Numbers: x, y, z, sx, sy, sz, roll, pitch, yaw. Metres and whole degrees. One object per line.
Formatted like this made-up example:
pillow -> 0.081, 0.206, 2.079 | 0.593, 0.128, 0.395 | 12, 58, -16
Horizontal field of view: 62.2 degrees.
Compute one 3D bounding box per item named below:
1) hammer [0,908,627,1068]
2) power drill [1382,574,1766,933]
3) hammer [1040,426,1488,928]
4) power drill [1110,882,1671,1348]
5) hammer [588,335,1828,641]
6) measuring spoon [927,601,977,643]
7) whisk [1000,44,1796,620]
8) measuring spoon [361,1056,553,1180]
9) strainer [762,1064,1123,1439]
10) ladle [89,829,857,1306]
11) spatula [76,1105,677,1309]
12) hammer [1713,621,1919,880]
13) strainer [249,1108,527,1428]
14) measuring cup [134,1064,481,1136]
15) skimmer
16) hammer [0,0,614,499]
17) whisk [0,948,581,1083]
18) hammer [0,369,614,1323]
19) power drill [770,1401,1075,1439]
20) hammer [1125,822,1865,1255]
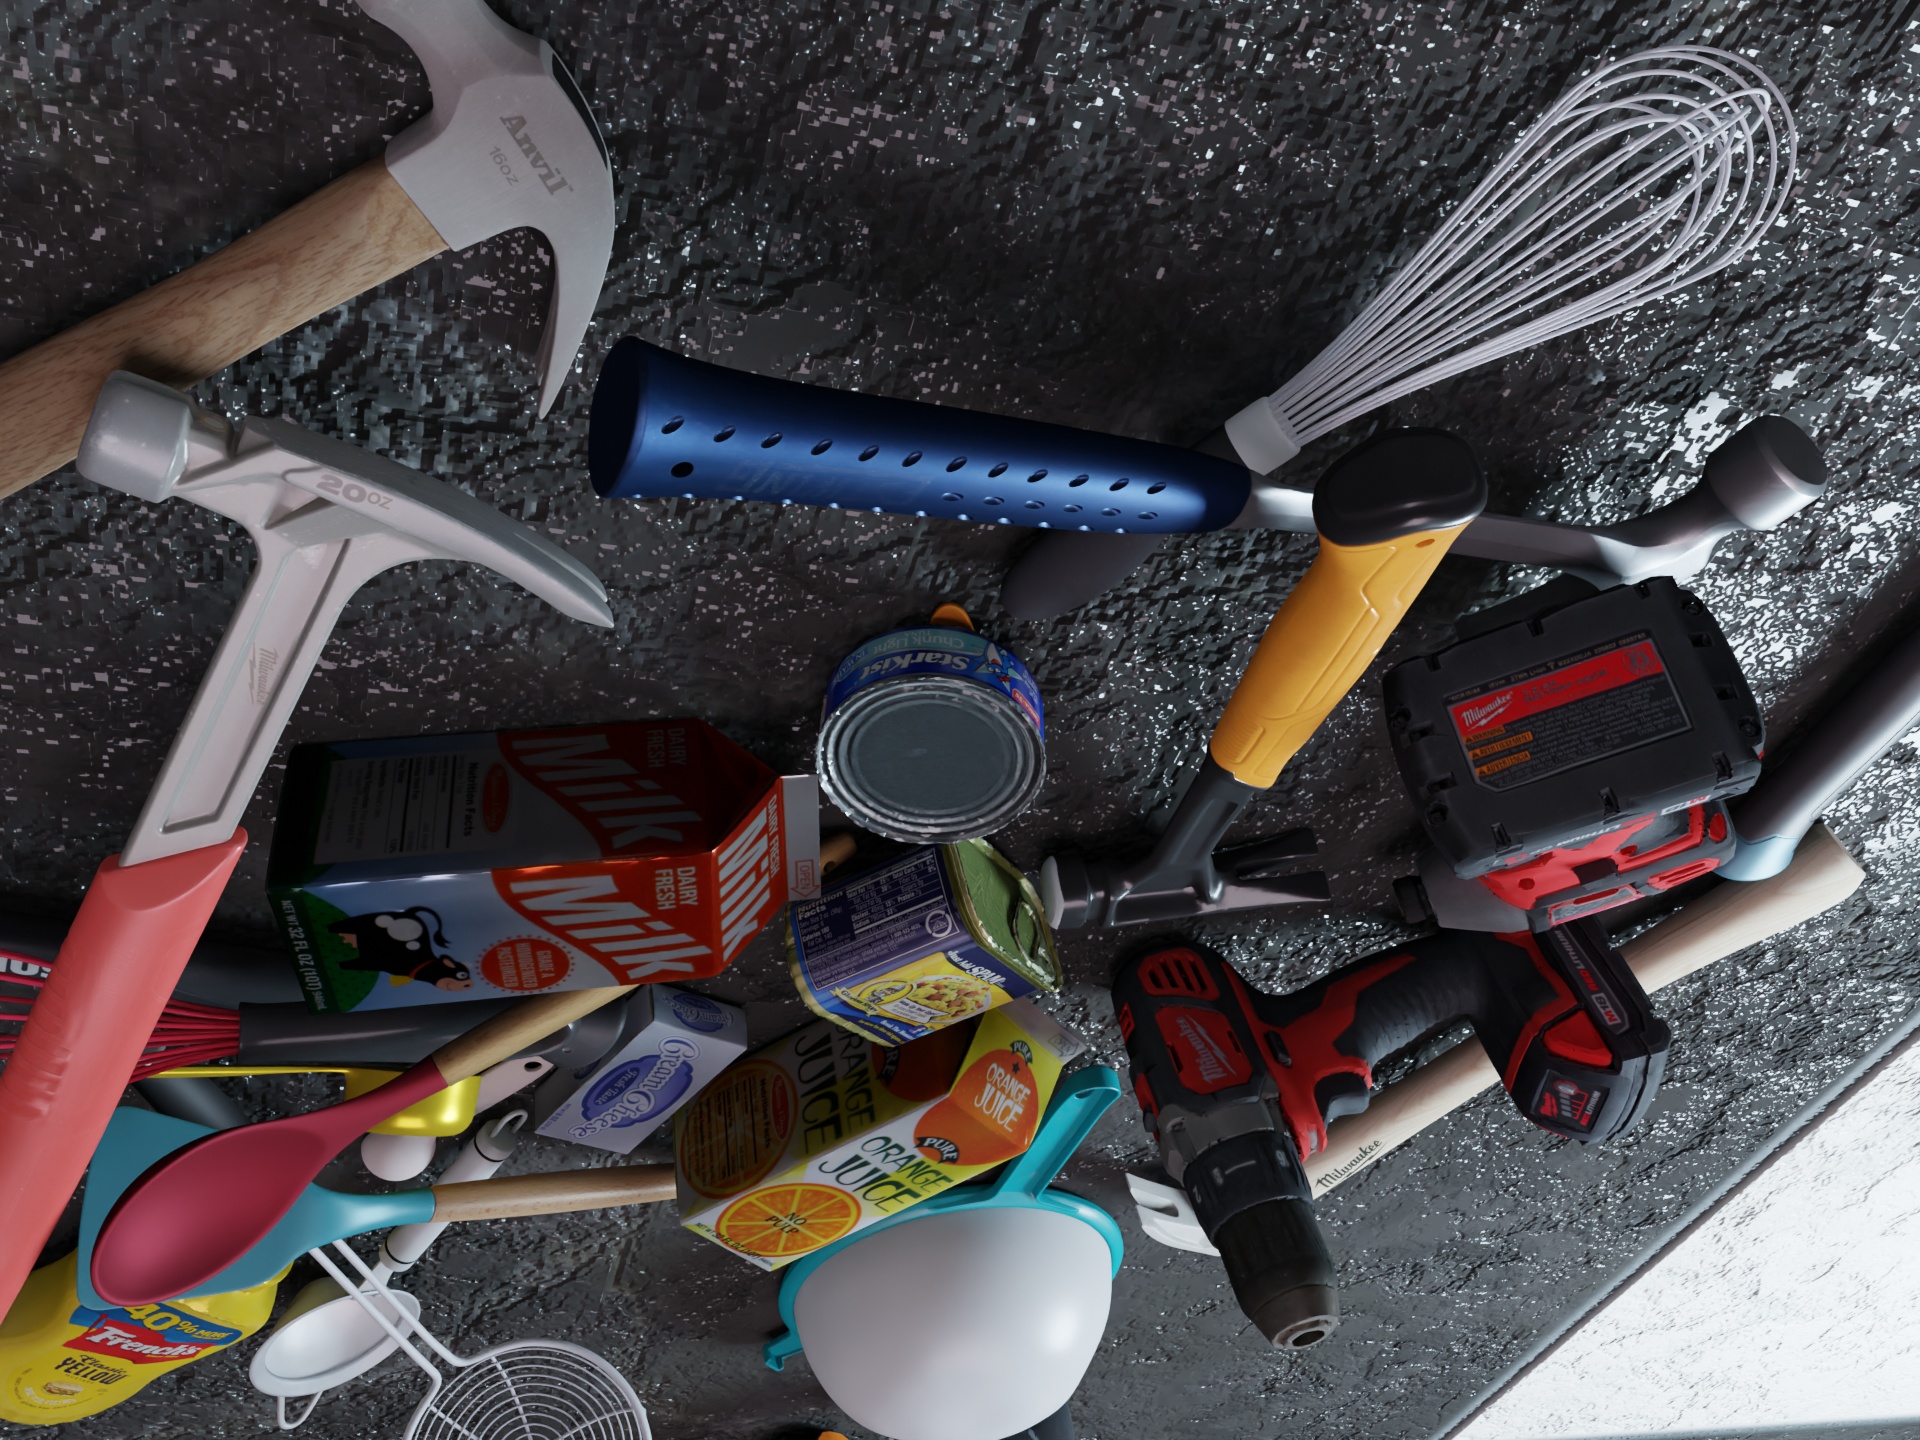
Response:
hammer -> -0.298, 0.097, 0.634 | 0.334, 0.035, 0.146 | 14, 131, -25
power drill -> 0.236, 0.034, 0.635 | 0.143, 0.079, 0.219 | -20, 156, 13
hammer -> 0.113, 0.005, 0.561 | 0.127, 0.034, 0.336 | -6, 156, -8
power drill -> 0.196, 0.168, 0.718 | 0.226, 0.188, 0.080 | -12, 137, -7
hammer -> 0.087, -0.063, 0.490 | 0.405, 0.035, 0.144 | 2, 150, -31
measuring spoon -> -0.001, -0.002, 0.624 | 0.021, 0.011, 0.116 | -2, 132, 3
whisk -> 0.125, -0.109, 0.513 | 0.284, 0.070, 0.070 | -33, 133, 25
measuring spoon -> -0.235, 0.188, 0.751 | 0.124, 0.018, 0.034 | -33, 132, 19
strainer -> 0.023, 0.322, 0.893 | 0.211, 0.095, 0.340 | 7, 134, -20
ladle -> -0.176, 0.121, 0.613 | 0.315, 0.031, 0.069 | -29, 142, -18
spatula -> -0.227, 0.218, 0.738 | 0.317, 0.082, 0.044 | 10, 174, -42
hammer -> 0.426, -0.047, 0.661 | 0.128, 0.033, 0.330 | 7, 133, -21
strainer -> -0.289, 0.273, 0.811 | 0.086, 0.050, 0.258 | 14, 126, -49
measuring cup -> -0.284, 0.161, 0.677 | 0.156, 0.029, 0.062 | 8, 168, -29
skimmer -> -0.268, 0.281, 0.740 | 0.127, 0.090, 0.363 | -37, 124, -18
hammer -> -0.247, -0.095, 0.454 | 0.331, 0.031, 0.129 | -24, 135, 12
whisk -> -0.289, 0.117, 0.591 | 0.295, 0.073, 0.073 | 3, 134, -26
hammer -> -0.255, 0.073, 0.508 | 0.149, 0.037, 0.359 | 23, 110, -28
power drill -> -0.024, 0.515, 1.052 | 0.226, 0.164, 0.084 | -17, 138, 22
hammer -> 0.275, 0.177, 0.843 | 0.410, 0.038, 0.146 | -40, 135, 24
